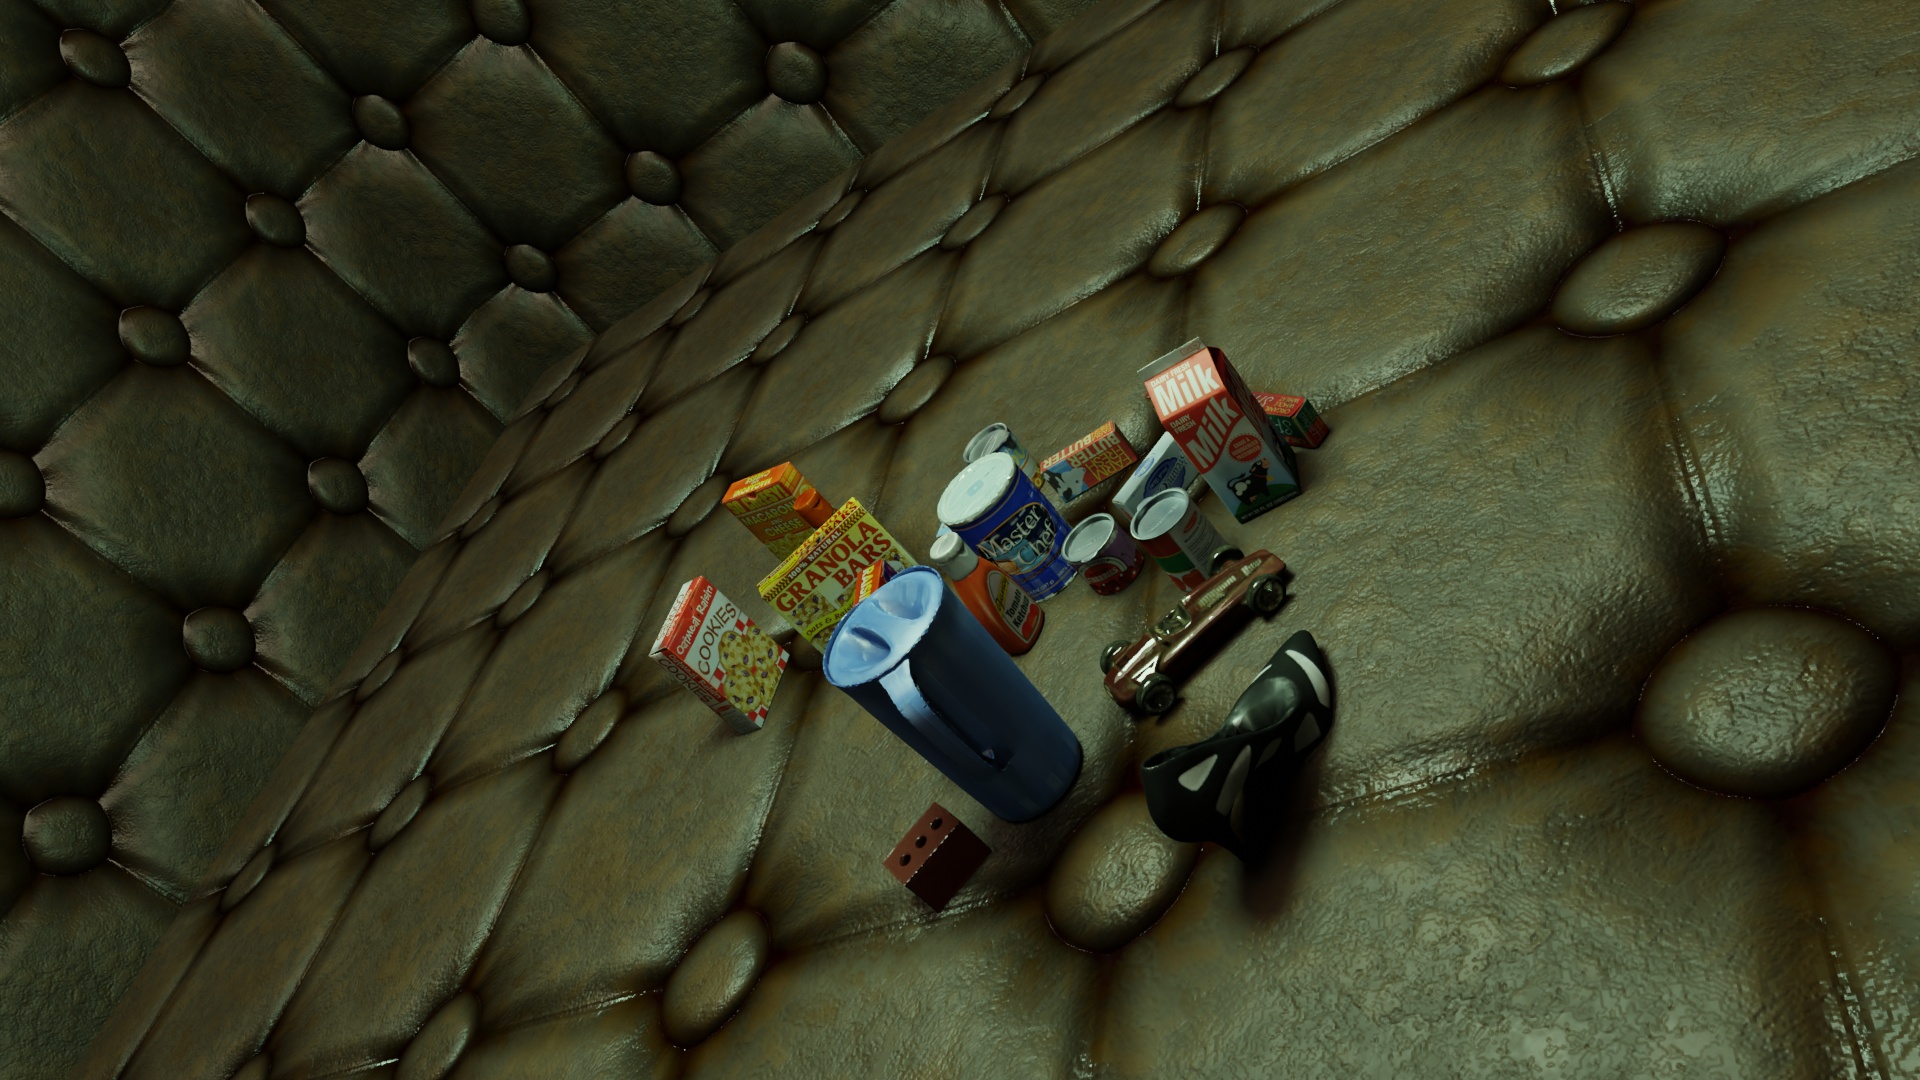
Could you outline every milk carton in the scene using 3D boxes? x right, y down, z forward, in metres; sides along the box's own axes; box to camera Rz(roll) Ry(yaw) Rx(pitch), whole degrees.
[{"bbox_3d":[0.252,-0.114,1.351,0.072,0.190,0.074,-29,31,26],"label":"milk carton"}]

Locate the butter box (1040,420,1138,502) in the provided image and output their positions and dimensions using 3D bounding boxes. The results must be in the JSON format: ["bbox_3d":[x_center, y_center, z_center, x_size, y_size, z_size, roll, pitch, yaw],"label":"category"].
[{"bbox_3d":[0.148,-0.091,1.603,0.103,0.053,0.024,-31,30,22],"label":"butter box"}]

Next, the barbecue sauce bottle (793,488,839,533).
[{"bbox_3d":[-0.151,-0.005,1.771,0.043,0.148,0.065,-3,47,51],"label":"barbecue sauce bottle"}]

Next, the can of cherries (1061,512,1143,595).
[{"bbox_3d":[0.148,0.016,1.446,0.071,0.058,0.072,-32,29,21],"label":"can of cherries"}]

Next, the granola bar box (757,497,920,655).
[{"bbox_3d":[-0.149,0.046,1.724,0.165,0.124,0.039,-43,27,1],"label":"granola bar box"}]

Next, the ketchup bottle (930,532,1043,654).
[{"bbox_3d":[0.026,0.052,1.457,0.043,0.148,0.065,-17,37,41],"label":"ketchup bottle"}]

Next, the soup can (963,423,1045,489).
[{"bbox_3d":[0.056,-0.091,1.691,0.071,0.083,0.072,-32,29,21],"label":"soup can"}]

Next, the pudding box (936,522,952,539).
[{"bbox_3d":[0.006,-0.021,1.695,0.030,0.049,0.084,-21,35,36],"label":"pudding box"}]

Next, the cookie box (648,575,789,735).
[{"bbox_3d":[-0.297,0.143,1.734,0.040,0.167,0.123,-23,33,34],"label":"cookie box"}]

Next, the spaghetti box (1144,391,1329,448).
[{"bbox_3d":[0.290,-0.136,1.484,0.029,0.050,0.250,-50,28,-12],"label":"spaghetti box"}]

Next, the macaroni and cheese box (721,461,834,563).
[{"bbox_3d":[-0.222,-0.023,1.869,0.123,0.166,0.040,-17,37,40],"label":"macaroni and cheese box"}]

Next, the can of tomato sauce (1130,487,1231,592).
[{"bbox_3d":[0.215,0.000,1.355,0.071,0.083,0.071,-32,29,21],"label":"can of tomato sauce"}]

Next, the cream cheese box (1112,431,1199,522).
[{"bbox_3d":[0.211,-0.061,1.478,0.104,0.053,0.024,-51,28,-15],"label":"cream cheese box"}]

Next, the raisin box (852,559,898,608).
[{"bbox_3d":[-0.066,0.092,1.550,0.040,0.123,0.086,-31,30,23],"label":"raisin box"}]
